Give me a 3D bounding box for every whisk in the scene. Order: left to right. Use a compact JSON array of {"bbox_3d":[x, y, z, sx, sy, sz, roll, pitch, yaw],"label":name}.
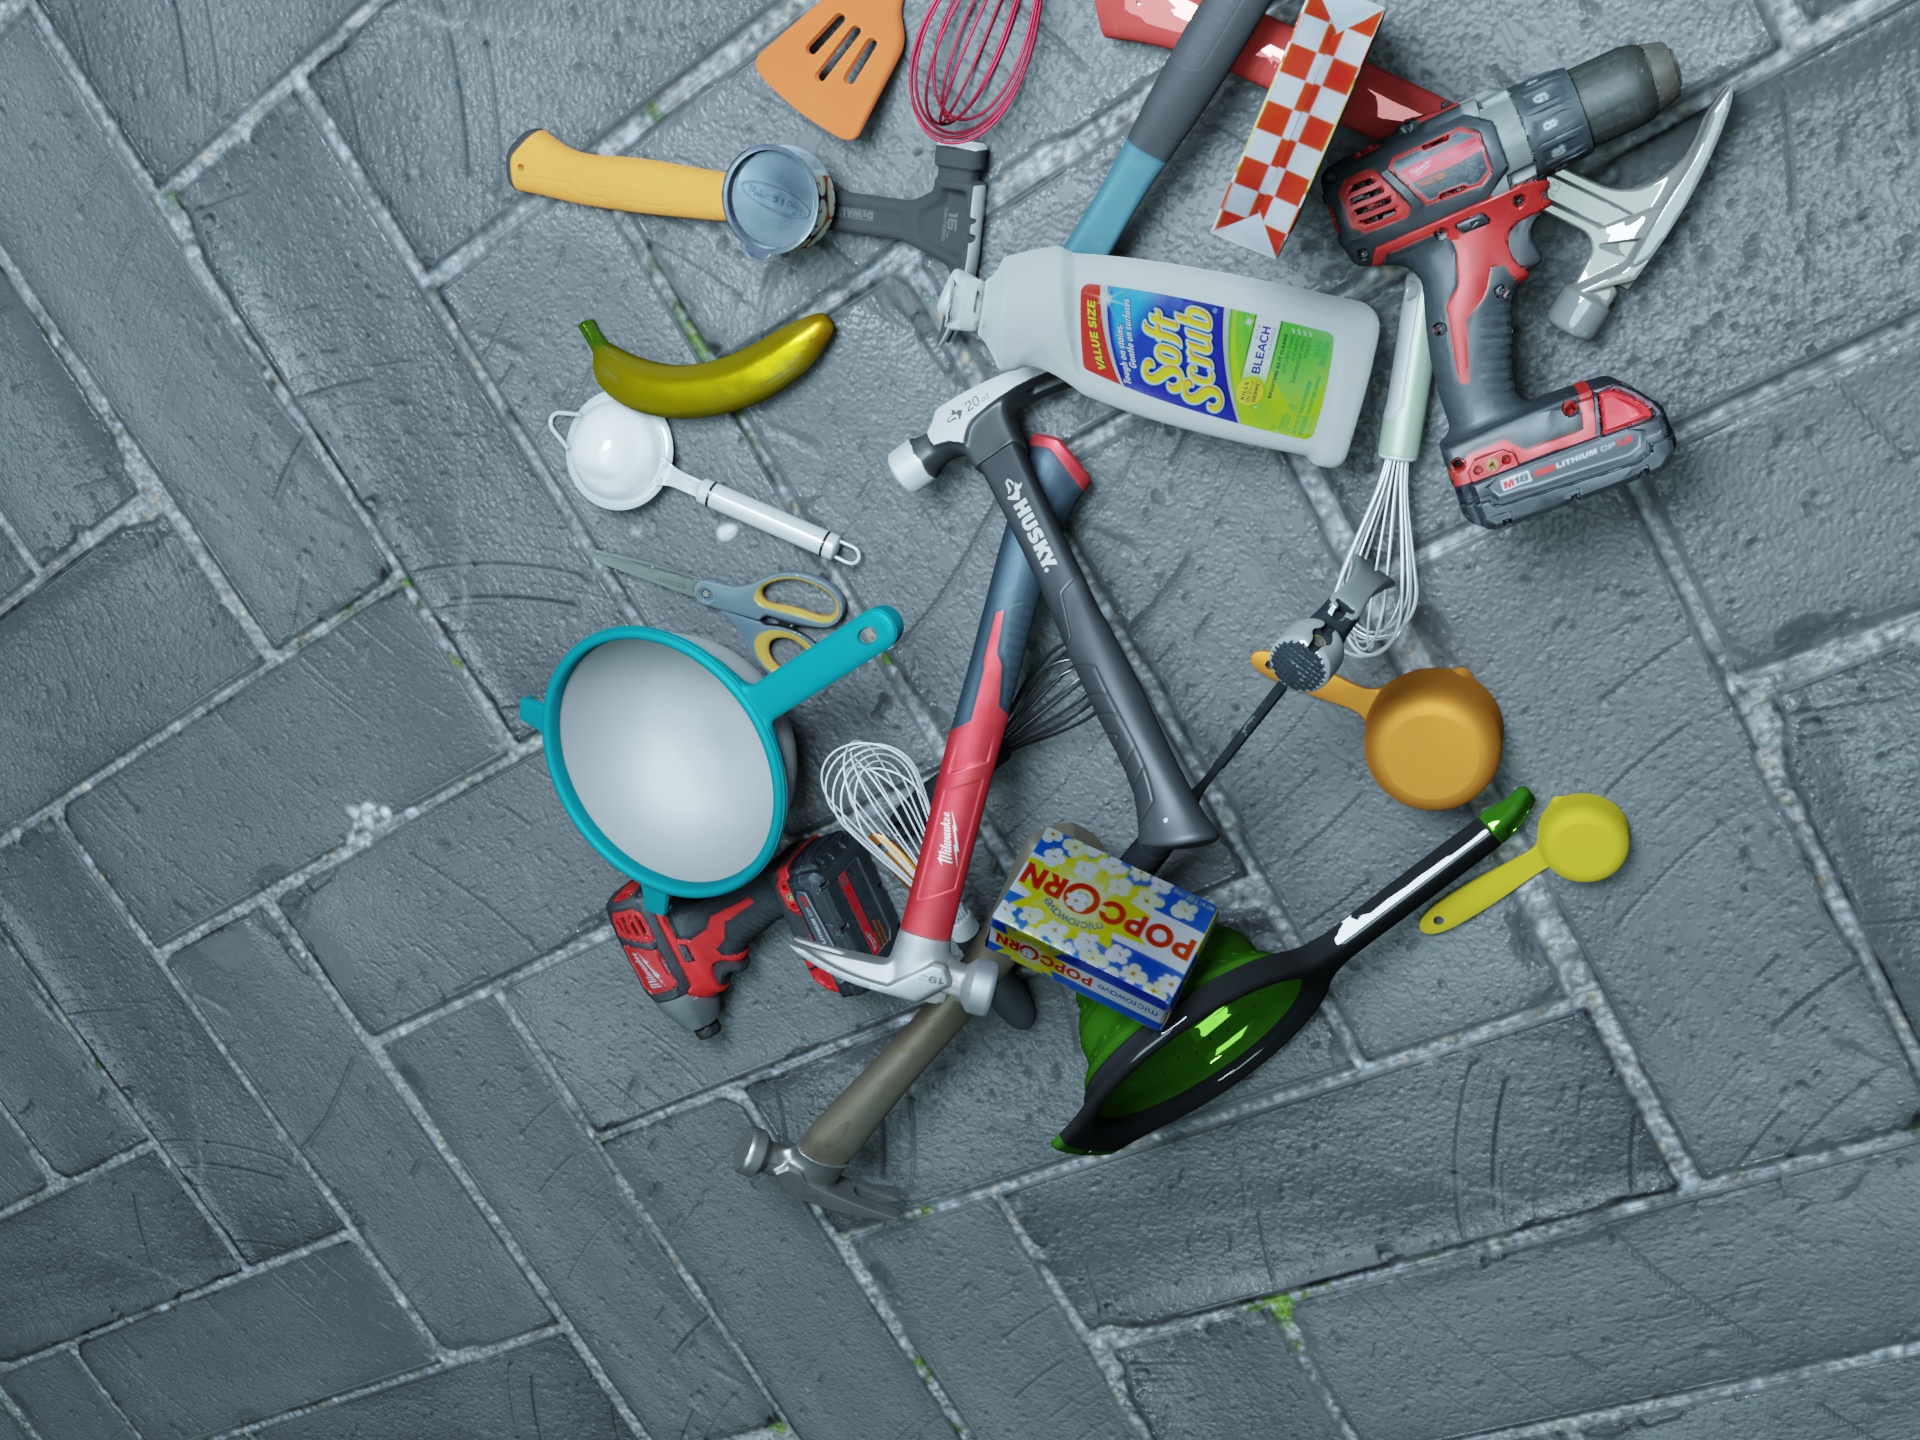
[{"bbox_3d":[-0.015,0.127,1.167,0.070,0.070,0.284,-18,119,24],"label":"whisk"},{"bbox_3d":[0.024,0.018,1.136,0.055,0.055,0.239,47,122,-4],"label":"whisk"},{"bbox_3d":[0.044,-0.480,0.923,0.073,0.073,0.295,28,111,6],"label":"whisk"},{"bbox_3d":[0.268,-0.156,0.983,0.059,0.058,0.246,-2,110,-18],"label":"whisk"}]

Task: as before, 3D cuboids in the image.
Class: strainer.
[{"bbox_3d":[-0.188,-0.168,1.137,0.258,0.050,0.087,24,102,5],"label":"strainer"},{"bbox_3d":[-0.152,-0.008,1.144,0.340,0.095,0.211,-29,95,33],"label":"strainer"}]

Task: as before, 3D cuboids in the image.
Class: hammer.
[{"bbox_3d":[-0.148,-0.338,1.056,0.337,0.034,0.127,13,114,14],"label":"hammer"},{"bbox_3d":[-0.013,0.232,1.186,0.146,0.038,0.410,25,120,-20],"label":"hammer"},{"bbox_3d":[-0.002,-0.003,1.064,0.143,0.038,0.386,15,95,2],"label":"hammer"},{"bbox_3d":[0.075,-0.070,0.980,0.146,0.035,0.335,-32,69,21],"label":"hammer"},{"bbox_3d":[0.114,-0.343,0.919,0.128,0.033,0.331,24,130,-14],"label":"hammer"},{"bbox_3d":[0.153,0.047,1.043,0.036,0.149,0.408,39,136,8],"label":"hammer"},{"bbox_3d":[0.242,-0.363,0.912,0.359,0.037,0.149,28,117,6],"label":"hammer"}]

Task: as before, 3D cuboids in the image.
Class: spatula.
[{"bbox_3d":[-0.007,-0.501,0.938,0.081,0.041,0.322,39,117,1],"label":"spatula"}]

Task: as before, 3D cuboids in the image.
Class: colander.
[{"bbox_3d":[0.209,0.149,1.097,0.397,0.204,0.095,-40,60,12],"label":"colander"}]

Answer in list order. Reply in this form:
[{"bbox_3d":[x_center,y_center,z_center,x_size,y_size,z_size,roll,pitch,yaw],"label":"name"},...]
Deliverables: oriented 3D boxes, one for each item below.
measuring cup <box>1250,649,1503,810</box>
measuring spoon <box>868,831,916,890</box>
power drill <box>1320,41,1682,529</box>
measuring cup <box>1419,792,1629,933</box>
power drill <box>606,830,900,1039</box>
[{"bbox_3d":[0.269,-0.001,1.039,0.173,0.052,0.095,23,117,7],"label":"measuring cup"},{"bbox_3d":[-0.030,0.130,1.217,0.021,0.011,0.117,-40,94,28],"label":"measuring spoon"},{"bbox_3d":[0.322,-0.239,0.876,0.188,0.080,0.226,-20,100,20],"label":"power drill"},{"bbox_3d":[0.372,0.106,1.060,0.156,0.029,0.062,-38,95,26],"label":"measuring cup"},{"bbox_3d":[-0.163,0.174,1.247,0.219,0.078,0.143,-16,105,27],"label":"power drill"}]
